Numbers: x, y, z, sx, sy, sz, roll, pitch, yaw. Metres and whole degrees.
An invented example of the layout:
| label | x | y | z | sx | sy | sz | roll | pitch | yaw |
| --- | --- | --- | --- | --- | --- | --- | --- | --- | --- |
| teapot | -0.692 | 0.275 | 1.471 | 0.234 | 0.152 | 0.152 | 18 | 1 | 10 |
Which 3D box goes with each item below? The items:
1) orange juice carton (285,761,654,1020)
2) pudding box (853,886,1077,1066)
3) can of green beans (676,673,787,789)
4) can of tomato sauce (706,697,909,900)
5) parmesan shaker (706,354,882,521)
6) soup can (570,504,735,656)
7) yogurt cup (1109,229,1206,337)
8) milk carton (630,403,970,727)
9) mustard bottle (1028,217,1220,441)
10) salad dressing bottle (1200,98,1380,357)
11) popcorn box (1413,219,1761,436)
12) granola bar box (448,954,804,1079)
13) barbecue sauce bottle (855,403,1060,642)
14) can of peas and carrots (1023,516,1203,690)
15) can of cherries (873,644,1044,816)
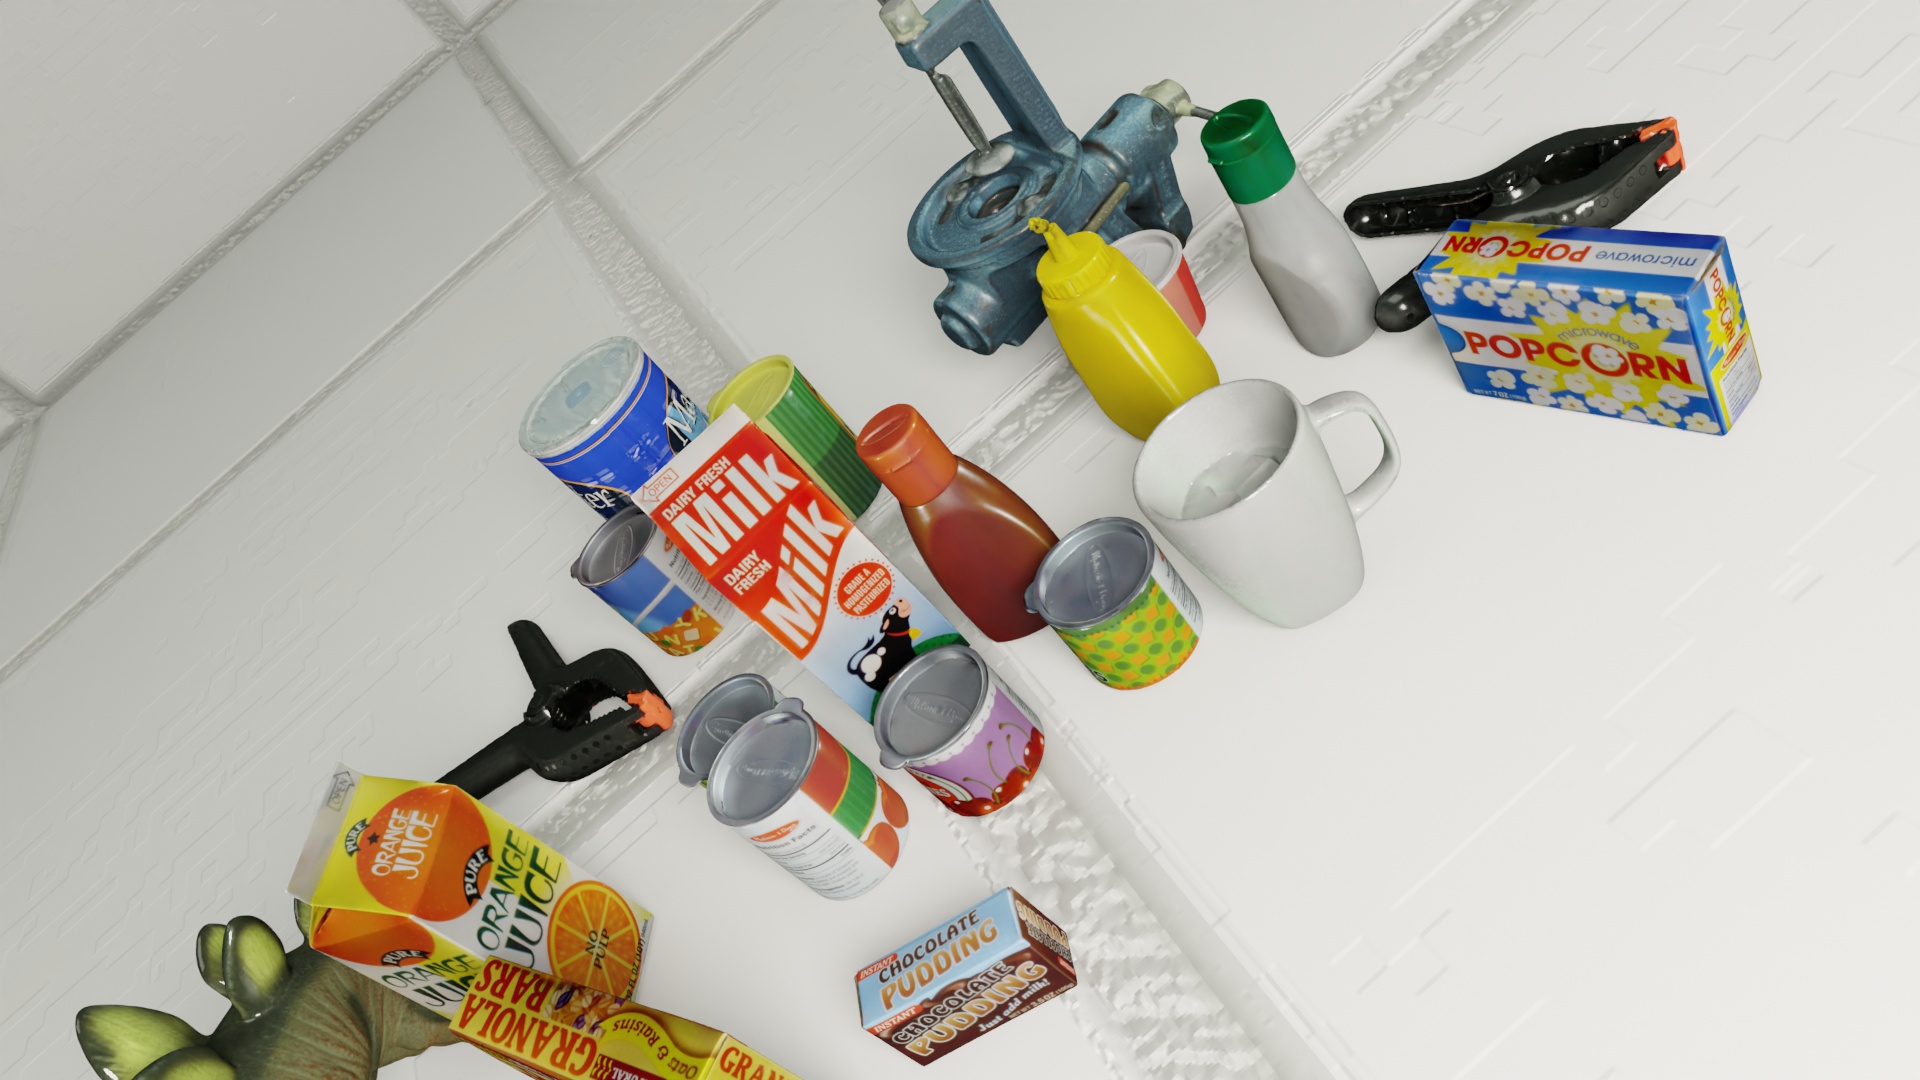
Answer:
| label | x | y | z | sx | sy | sz | roll | pitch | yaw |
| --- | --- | --- | --- | --- | --- | --- | --- | --- | --- |
| orange juice carton | -0.249 | 0.188 | 0.699 | 0.073 | 0.192 | 0.072 | -21 | 42 | 25 |
| pudding box | 0.002 | 0.189 | 0.600 | 0.083 | 0.049 | 0.030 | -32 | 38 | 12 |
| can of green beans | -0.112 | 0.116 | 0.763 | 0.071 | 0.057 | 0.071 | -23 | 41 | 22 |
| can of tomato sauce | -0.074 | 0.131 | 0.695 | 0.071 | 0.083 | 0.071 | -23 | 41 | 22 |
| parmesan shaker | -0.106 | -0.061 | 0.897 | 0.071 | 0.103 | 0.072 | -23 | 41 | 22 |
| soup can | -0.198 | 0.028 | 0.904 | 0.071 | 0.083 | 0.072 | -23 | 41 | 22 |
| yogurt cup | 0.112 | -0.144 | 0.832 | 0.072 | 0.053 | 0.073 | -23 | 41 | 22 |
| milk carton | -0.085 | 0.012 | 0.734 | 0.072 | 0.190 | 0.073 | -44 | 37 | -3 |
| mustard bottle | 0.082 | -0.117 | 0.743 | 0.065 | 0.159 | 0.049 | 4 | 56 | 43 |
| salad dressing bottle | 0.171 | -0.160 | 0.720 | 0.044 | 0.147 | 0.064 | -46 | 37 | -5 |
| popcorn box | 0.277 | -0.096 | 0.617 | 0.127 | 0.085 | 0.038 | 20 | 68 | 49 |
| granola bar box | -0.125 | 0.236 | 0.600 | 0.165 | 0.124 | 0.039 | -1 | 53 | 40 |
| barbecue sauce bottle | 0.003 | -0.009 | 0.714 | 0.065 | 0.148 | 0.044 | -31 | 38 | 13 |
| can of peas and carrots | 0.076 | 0.033 | 0.684 | 0.071 | 0.058 | 0.071 | -23 | 41 | 22 |
| can of cherries | -0.002 | 0.096 | 0.687 | 0.071 | 0.058 | 0.072 | -23 | 41 | 22 |
